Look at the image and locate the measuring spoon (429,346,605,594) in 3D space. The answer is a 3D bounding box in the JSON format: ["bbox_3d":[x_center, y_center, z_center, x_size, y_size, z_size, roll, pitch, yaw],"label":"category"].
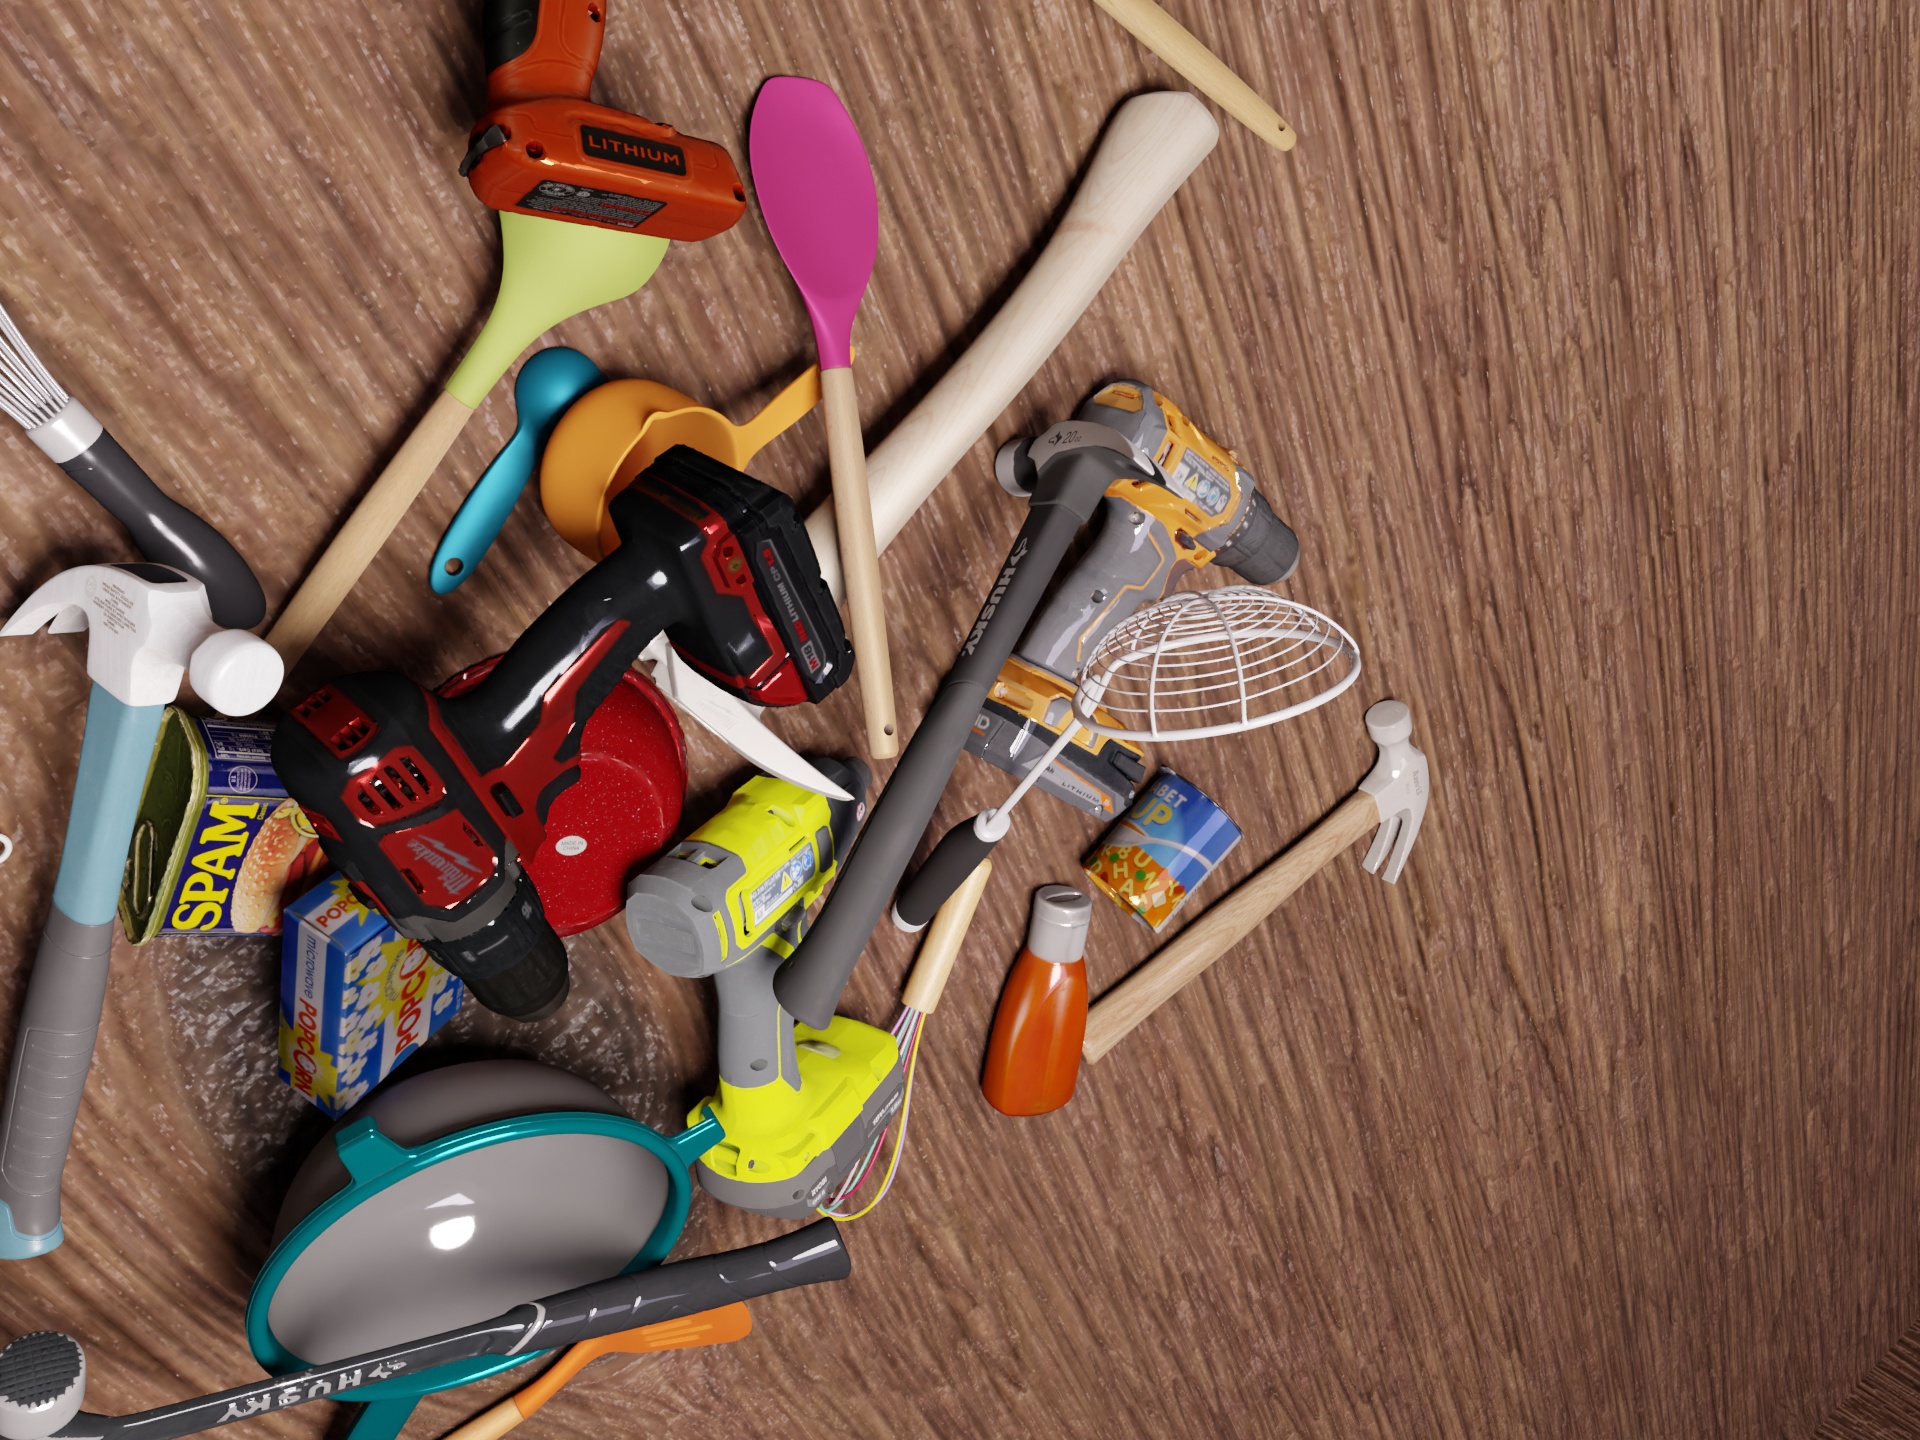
[{"bbox_3d":[-0.201,-0.110,0.721,0.042,0.021,0.128,32,89,-40],"label":"measuring spoon"}]

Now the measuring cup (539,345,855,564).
[{"bbox_3d":[-0.122,-0.137,0.745,0.174,0.052,0.095,-45,152,-30],"label":"measuring cup"}]

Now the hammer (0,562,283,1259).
[{"bbox_3d":[-0.360,0.088,0.649,0.033,0.128,0.331,-12,129,-58],"label":"hammer"}]

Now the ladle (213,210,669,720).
[{"bbox_3d":[-0.233,-0.121,0.690,0.078,0.062,0.320,34,97,-31],"label":"ladle"}]

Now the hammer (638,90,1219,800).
[{"bbox_3d":[0.006,-0.152,0.806,0.146,0.038,0.410,40,81,-6],"label":"hammer"}]

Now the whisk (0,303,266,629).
[{"bbox_3d":[-0.356,-0.132,0.586,0.070,0.070,0.284,-41,134,-12],"label":"whisk"}]

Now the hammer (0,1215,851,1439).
[{"bbox_3d":[-0.234,0.304,0.770,0.408,0.036,0.149,-3,131,-34],"label":"hammer"}]

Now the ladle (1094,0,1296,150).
[{"bbox_3d":[0.058,-0.359,0.761,0.315,0.031,0.069,23,79,-35],"label":"ladle"}]

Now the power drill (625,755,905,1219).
[{"bbox_3d":[-0.092,0.138,0.858,0.171,0.080,0.223,-41,135,-49],"label":"power drill"}]

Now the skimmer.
[{"bbox_3d":[0.059,0.047,0.808,0.127,0.090,0.363,-30,165,-39],"label":"skimmer"}]

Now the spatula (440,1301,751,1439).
[{"bbox_3d":[-0.271,0.414,0.907,0.322,0.041,0.081,-29,147,-19],"label":"spatula"}]

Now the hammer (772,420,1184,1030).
[{"bbox_3d":[-0.001,-0.003,0.791,0.035,0.146,0.335,32,79,-27],"label":"hammer"}]

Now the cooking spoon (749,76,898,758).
[{"bbox_3d":[-0.056,-0.139,0.750,0.068,0.017,0.319,-11,96,-39],"label":"cooking spoon"}]

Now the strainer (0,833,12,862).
[{"bbox_3d":[-0.496,0.060,0.583,0.258,0.050,0.087,-3,104,-40],"label":"strainer"}]

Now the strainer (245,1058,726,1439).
[{"bbox_3d":[-0.281,0.285,0.820,0.210,0.095,0.340,10,124,-41],"label":"strainer"}]

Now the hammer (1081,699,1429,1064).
[{"bbox_3d":[0.207,0.128,1.116,0.331,0.031,0.129,-37,127,-15],"label":"hammer"}]

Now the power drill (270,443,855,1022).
[{"bbox_3d":[-0.154,0.011,0.677,0.227,0.080,0.187,-42,139,-22],"label":"power drill"}]

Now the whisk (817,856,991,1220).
[{"bbox_3d":[-0.038,0.193,0.970,0.051,0.047,0.245,17,97,-51],"label":"whisk"}]

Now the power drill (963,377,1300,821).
[{"bbox_3d":[0.102,-0.059,0.926,0.185,0.084,0.226,28,90,-42],"label":"power drill"}]
